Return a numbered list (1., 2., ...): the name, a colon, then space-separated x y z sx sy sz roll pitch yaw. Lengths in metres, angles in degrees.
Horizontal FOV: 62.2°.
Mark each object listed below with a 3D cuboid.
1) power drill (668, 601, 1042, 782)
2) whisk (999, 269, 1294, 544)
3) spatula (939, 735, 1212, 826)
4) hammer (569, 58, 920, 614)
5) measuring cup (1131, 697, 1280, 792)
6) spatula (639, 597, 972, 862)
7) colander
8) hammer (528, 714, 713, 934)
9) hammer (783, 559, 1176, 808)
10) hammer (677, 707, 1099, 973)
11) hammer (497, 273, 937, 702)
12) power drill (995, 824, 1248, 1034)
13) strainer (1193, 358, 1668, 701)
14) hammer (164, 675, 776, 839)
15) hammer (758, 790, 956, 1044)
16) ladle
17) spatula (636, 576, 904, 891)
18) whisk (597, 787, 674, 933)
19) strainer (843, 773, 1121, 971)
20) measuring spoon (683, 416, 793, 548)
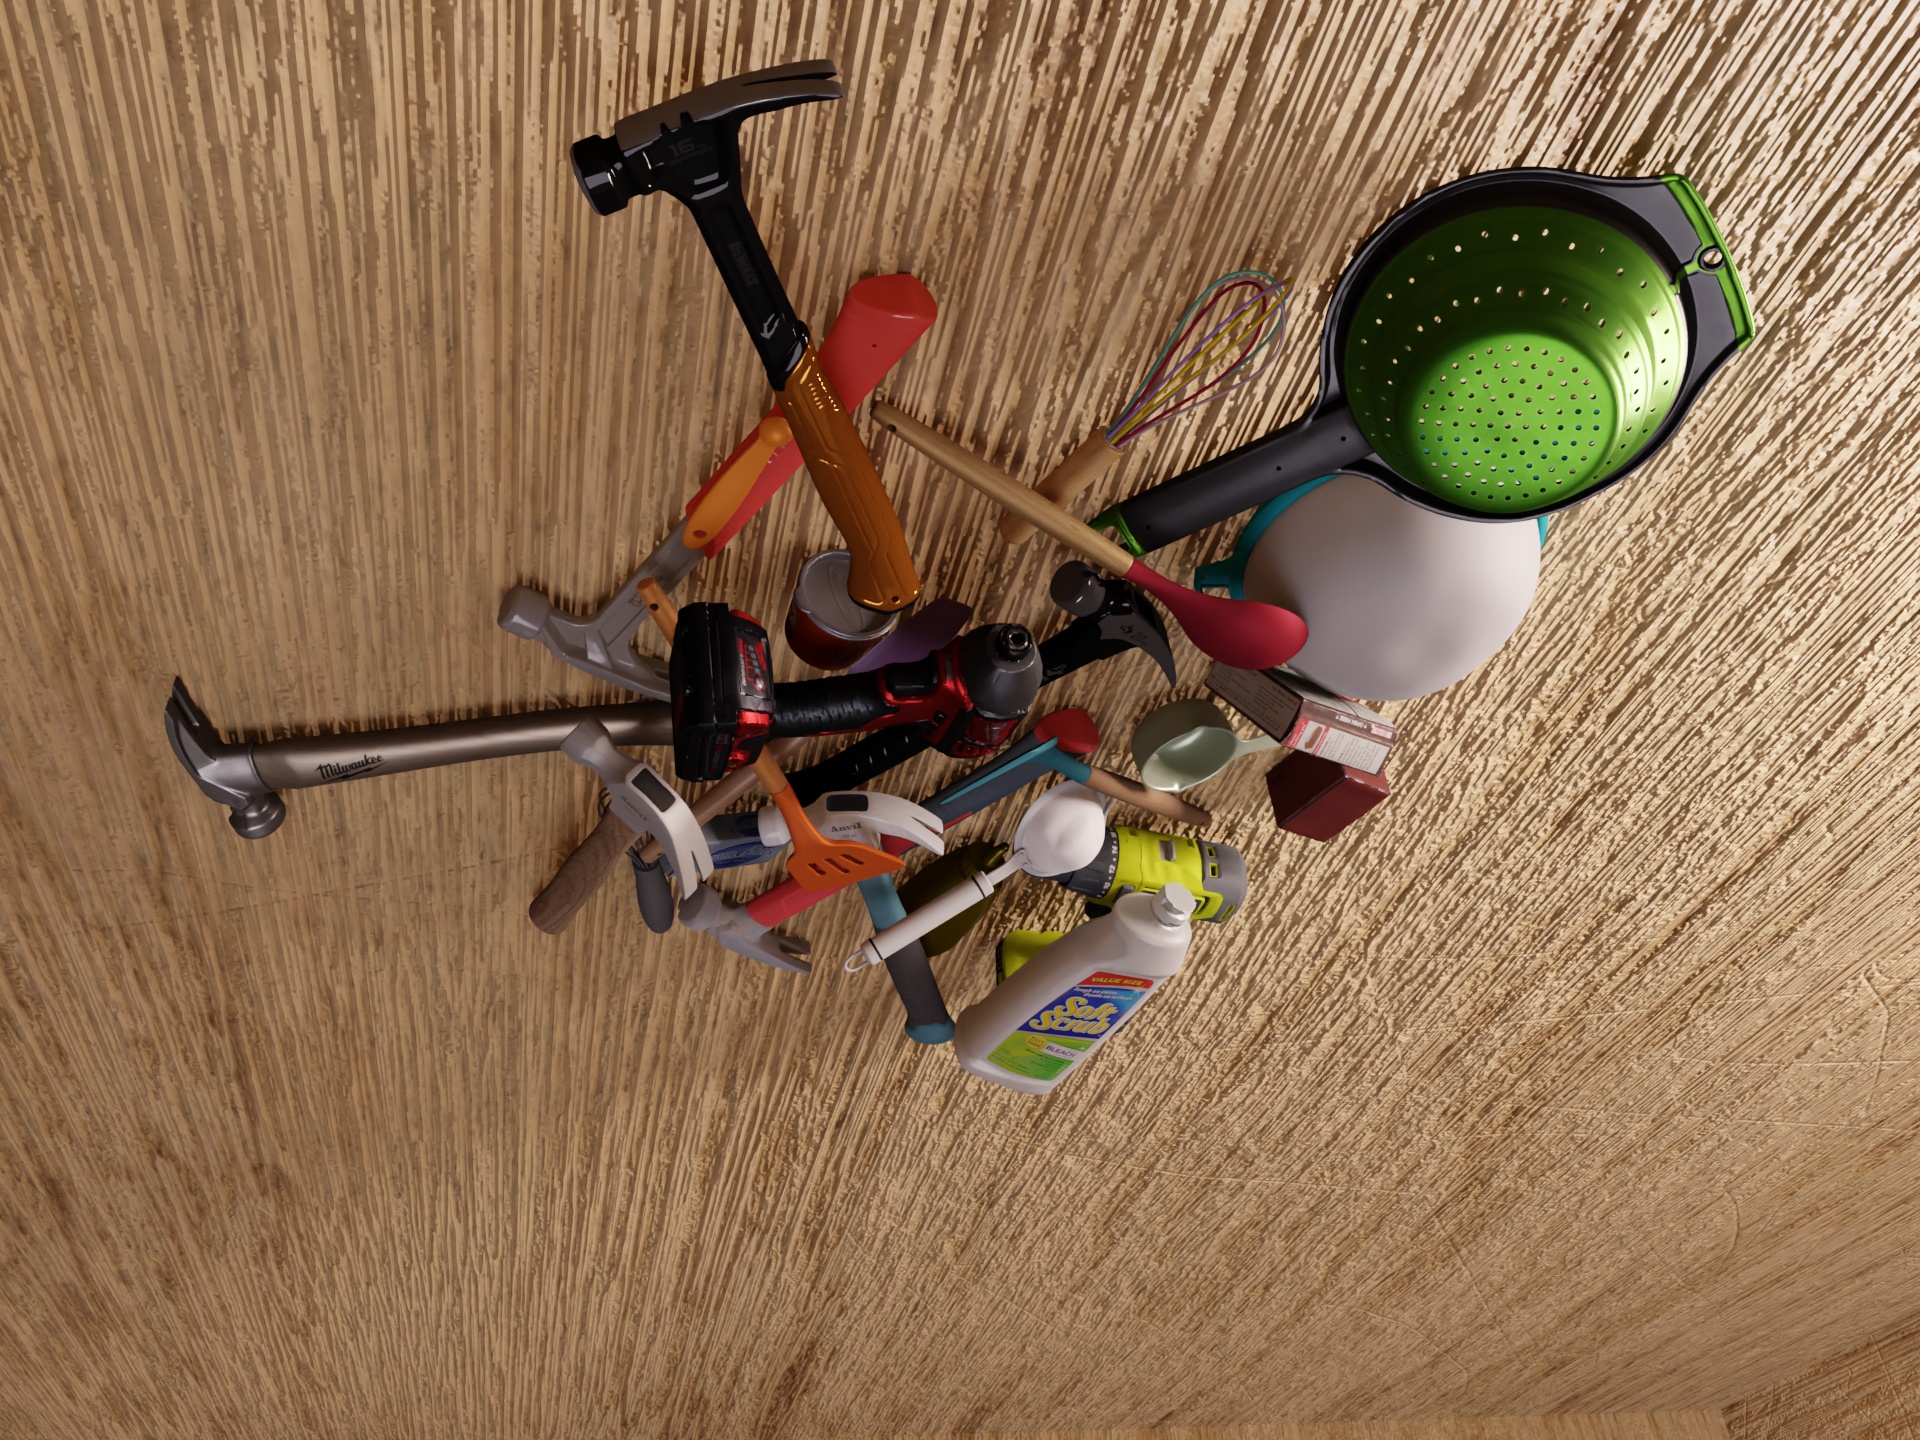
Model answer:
1. power drill: -0.061 -0.020 0.960 0.219 0.079 0.143 -2 161 -15
2. whisk: 0.101 -0.176 0.925 0.051 0.047 0.245 21 138 -32
3. spatula: 0.105 0.055 1.167 0.082 0.044 0.317 -31 150 28
4. hammer: -0.075 -0.177 0.836 0.127 0.034 0.336 -20 140 3
5. measuring cup: 0.205 0.006 1.185 0.167 0.038 0.083 -13 145 -15
6. spatula: -0.114 0.012 1.103 0.316 0.018 0.059 -37 153 22
7. colander: 0.228 -0.152 0.889 0.397 0.095 0.204 -22 117 32
8. hammer: -0.267 0.104 1.166 0.130 0.031 0.331 44 147 -3
9. hammer: -0.002 -0.004 1.127 0.335 0.035 0.146 -28 146 30
10. hammer: -0.042 0.099 1.260 0.386 0.038 0.143 -31 137 28
11. hammer: -0.129 -0.130 0.955 0.149 0.037 0.359 24 134 -33
12. power drill: 0.110 0.169 1.341 0.190 0.080 0.228 11 137 -14
13. strainer: 0.329 -0.109 0.997 0.210 0.095 0.340 26 133 -34
14. hammer: -0.328 0.007 1.104 0.410 0.038 0.146 -6 141 -1
15. hammer: -0.055 0.166 1.272 0.128 0.033 0.330 -9 138 7
16. ladle: 0.081 -0.108 0.965 0.315 0.031 0.069 29 145 -17
17. spatula: -0.134 0.022 1.074 0.081 0.041 0.322 -16 130 14
18. whisk: -0.247 0.107 1.240 0.055 0.055 0.238 -2 147 -5
19. strainer: 0.025 0.121 1.200 0.258 0.050 0.086 -31 131 -7
20. measuring spoon: -0.129 -0.132 0.912 0.021 0.011 0.117 20 136 -29
